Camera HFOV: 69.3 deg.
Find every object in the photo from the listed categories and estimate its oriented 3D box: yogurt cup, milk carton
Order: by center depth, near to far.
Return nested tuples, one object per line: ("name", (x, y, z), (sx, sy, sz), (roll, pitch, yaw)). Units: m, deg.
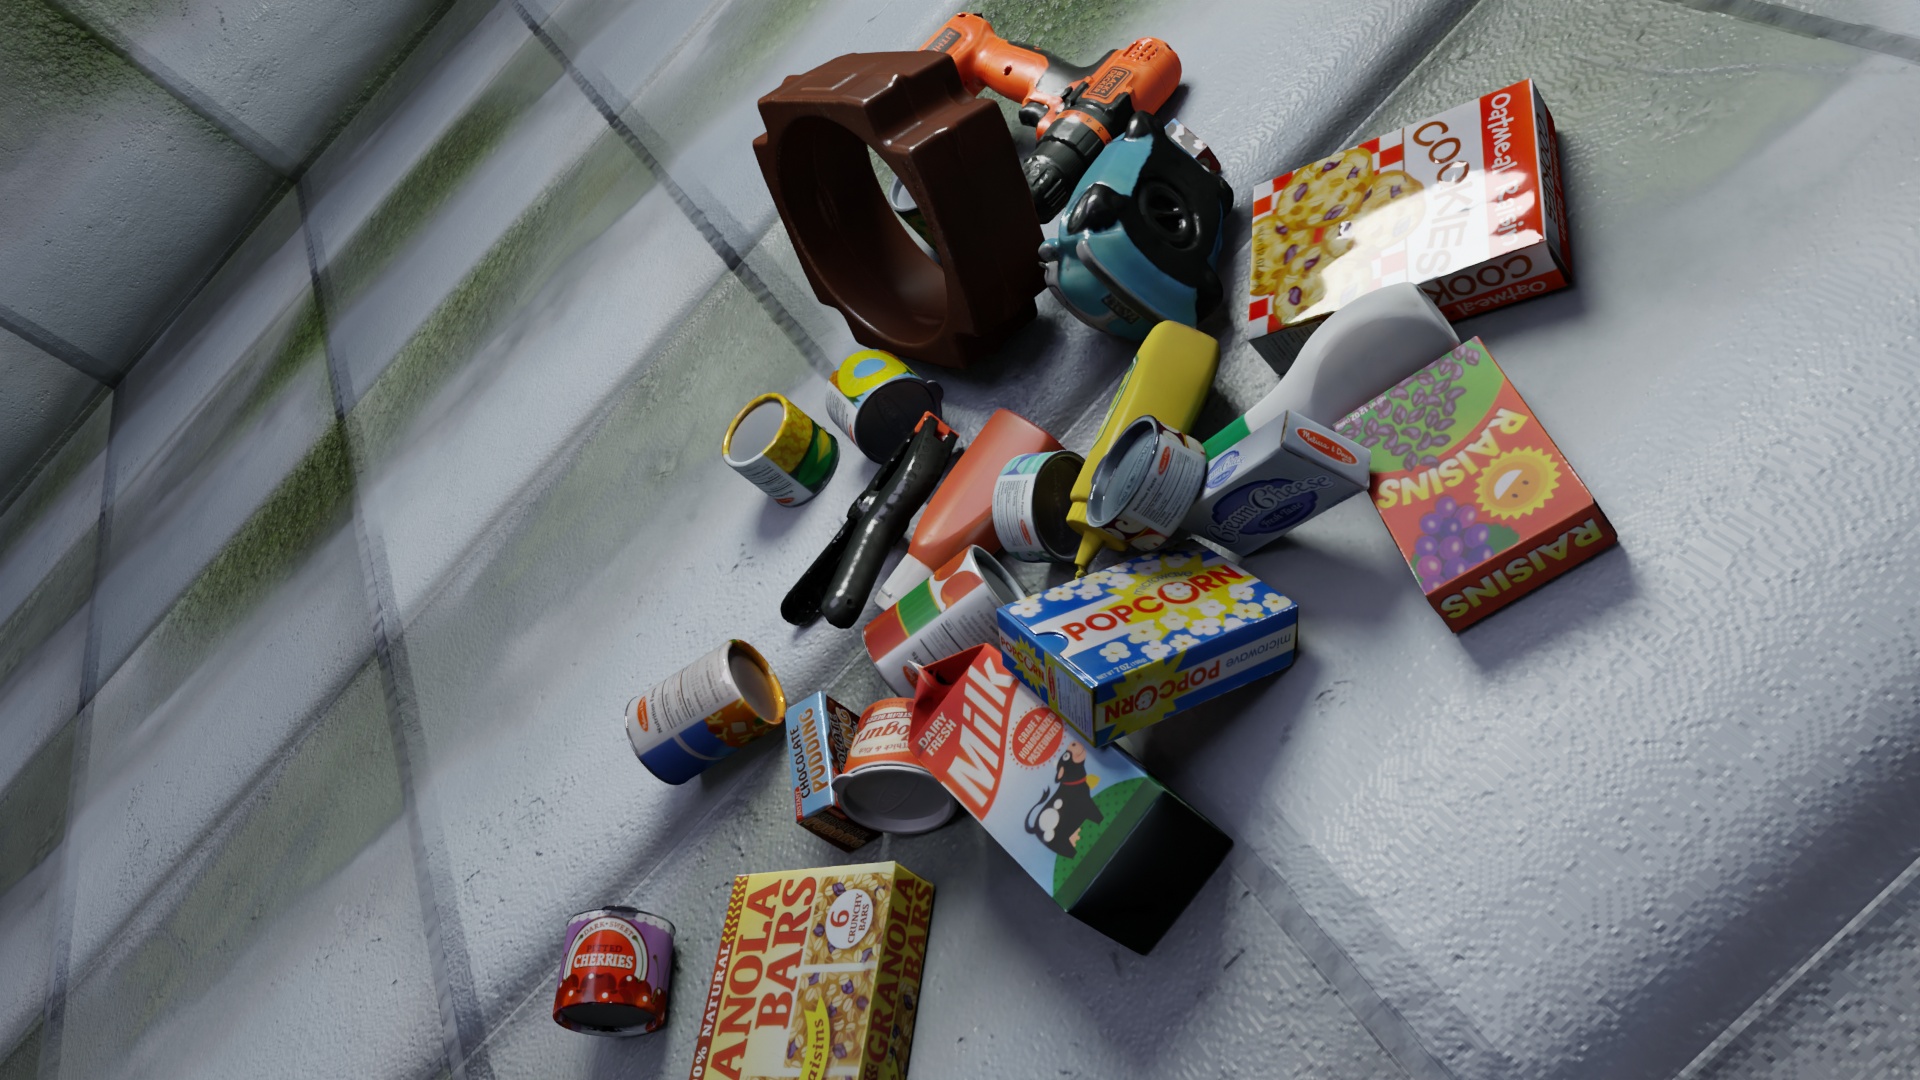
("milk carton", (0.041, 0.119, 0.717), (0.073, 0.072, 0.191), (-52, 40, -1))
("yogurt cup", (-0.033, 0.126, 0.787), (0.072, 0.072, 0.054), (-24, 39, 28))

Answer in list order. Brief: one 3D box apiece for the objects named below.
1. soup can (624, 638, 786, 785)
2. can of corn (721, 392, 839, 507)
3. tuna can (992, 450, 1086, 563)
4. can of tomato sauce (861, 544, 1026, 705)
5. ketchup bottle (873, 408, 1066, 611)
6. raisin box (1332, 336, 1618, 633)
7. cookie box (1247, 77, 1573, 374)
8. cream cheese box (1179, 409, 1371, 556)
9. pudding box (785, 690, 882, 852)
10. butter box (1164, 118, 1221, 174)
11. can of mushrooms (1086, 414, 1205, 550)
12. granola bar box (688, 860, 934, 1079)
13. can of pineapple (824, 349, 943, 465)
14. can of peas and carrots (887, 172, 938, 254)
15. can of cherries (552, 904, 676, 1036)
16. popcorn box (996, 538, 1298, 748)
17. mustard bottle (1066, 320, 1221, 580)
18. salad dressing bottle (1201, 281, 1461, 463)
("soup can", (-0.165, 0.113, 0.914), (0.083, 0.071, 0.072), (-31, 44, 15))
("can of corn", (-0.133, -0.070, 1.030), (0.071, 0.058, 0.071), (-23, 47, 28))
("tuna can", (0.053, -0.020, 0.820), (0.033, 0.071, 0.071), (-2, 60, 43))
("can of tomato sauce", (-0.006, 0.051, 0.816), (0.083, 0.071, 0.071), (-38, 41, 13))
("ketchup bottle", (0.003, -0.011, 0.872), (0.149, 0.043, 0.065), (-53, 39, -3))
("raisin box", (0.244, -0.029, 0.670), (0.086, 0.040, 0.124), (-33, 42, 19))
("cookie box", (0.247, -0.173, 0.778), (0.167, 0.040, 0.123), (-15, 51, 35))
("cream cheese box", (0.155, -0.027, 0.709), (0.103, 0.053, 0.024), (-38, 33, 57))
("pudding box", (-0.076, 0.137, 0.827), (0.030, 0.049, 0.084), (-31, 43, 19))
("butter box", (0.124, -0.238, 0.951), (0.103, 0.024, 0.053), (-41, 40, 10))
("can of mushrooms", (0.097, -0.030, 0.734), (0.070, 0.033, 0.071), (-56, 18, 28))
("granola bar box", (-0.084, 0.262, 0.746), (0.124, 0.039, 0.166), (-14, 52, 34))
("can of pineapple", (-0.053, -0.095, 0.972), (0.071, 0.071, 0.058), (-48, 40, 3))
("can of peas and carrots", (-0.014, -0.261, 1.068), (0.071, 0.058, 0.071), (-24, 46, 28))
("can of cherries", (-0.209, 0.260, 0.838), (0.071, 0.071, 0.059), (-24, 47, 28))
("popcorn box", (0.094, 0.048, 0.697), (0.127, 0.038, 0.085), (-18, 33, -25))
("mustard bottle", (0.098, -0.047, 0.797), (0.049, 0.065, 0.160), (25, 79, 6))
("salad dressing bottle", (0.191, -0.075, 0.741), (0.147, 0.064, 0.044), (-38, 20, 25))
